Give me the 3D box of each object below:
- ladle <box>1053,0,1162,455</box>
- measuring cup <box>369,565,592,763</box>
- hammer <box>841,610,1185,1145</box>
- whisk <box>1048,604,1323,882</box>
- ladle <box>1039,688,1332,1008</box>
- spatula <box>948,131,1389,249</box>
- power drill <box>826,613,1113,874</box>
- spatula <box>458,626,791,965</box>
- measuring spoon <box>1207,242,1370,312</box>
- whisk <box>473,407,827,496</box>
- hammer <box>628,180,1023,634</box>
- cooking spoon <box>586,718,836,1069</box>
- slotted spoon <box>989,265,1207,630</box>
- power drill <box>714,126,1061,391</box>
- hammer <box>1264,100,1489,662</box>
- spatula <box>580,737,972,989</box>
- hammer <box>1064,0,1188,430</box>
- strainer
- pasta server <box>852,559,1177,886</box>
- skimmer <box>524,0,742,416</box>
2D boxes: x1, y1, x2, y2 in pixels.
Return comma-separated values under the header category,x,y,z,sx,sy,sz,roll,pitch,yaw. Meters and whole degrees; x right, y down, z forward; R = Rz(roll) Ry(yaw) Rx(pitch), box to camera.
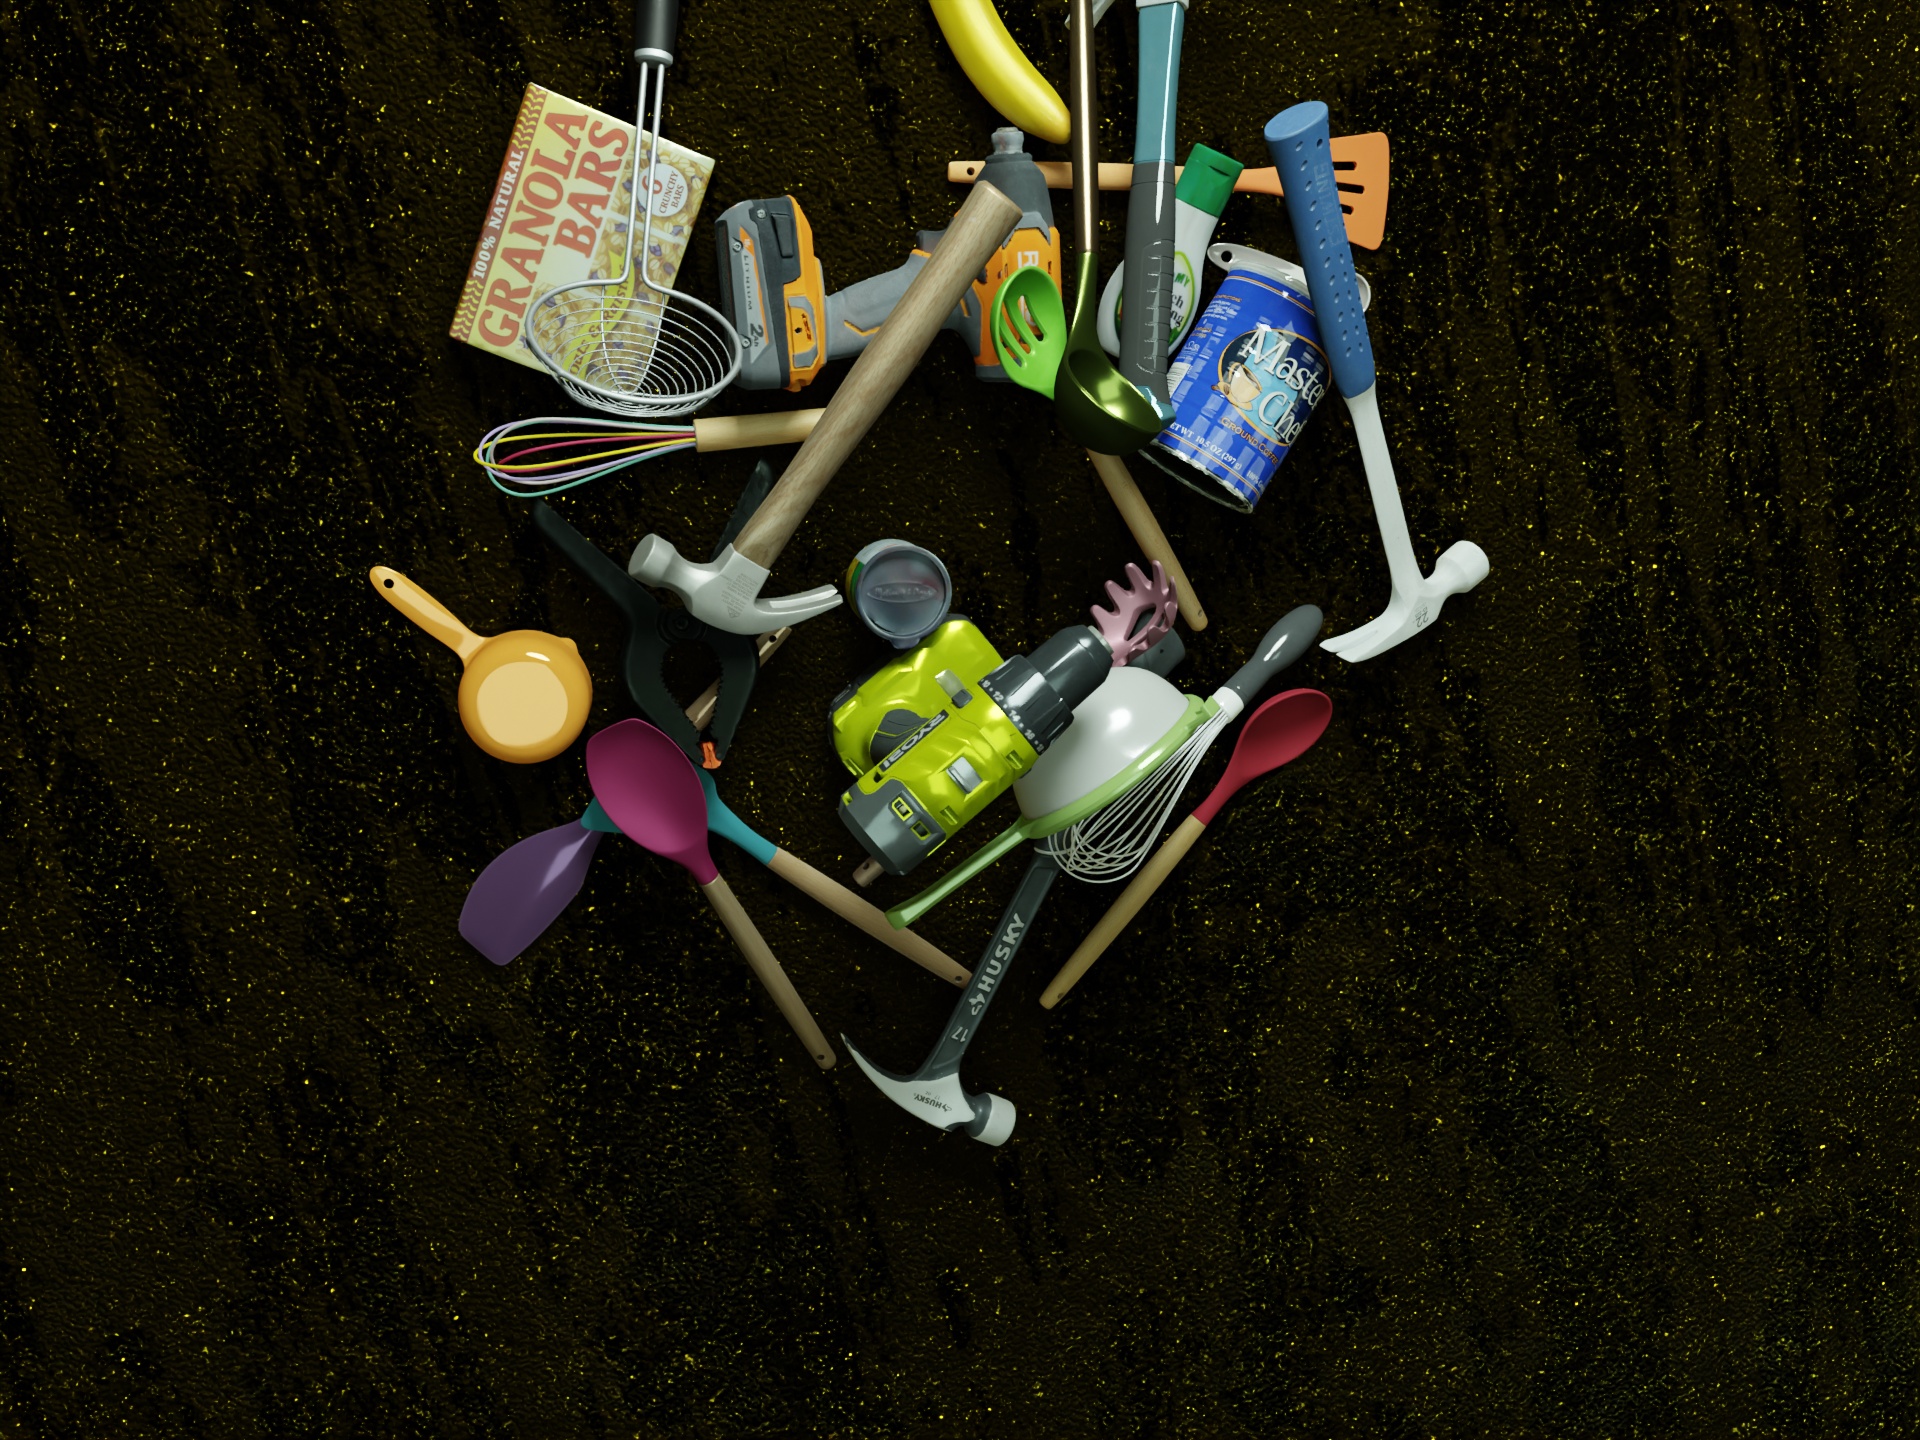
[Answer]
category,x,y,z,sx,sy,sz,roll,pitch,yaw
ladle,0.090,-0.326,1.017,0.078,0.062,0.320,4,83,-47
measuring cup,-0.324,-0.041,1.059,0.173,0.052,0.095,41,91,-18
hammer,0.055,0.108,1.166,0.149,0.036,0.409,26,92,-22
whisk,0.171,0.011,1.144,0.284,0.070,0.070,-43,107,-18
ladle,0.164,0.096,1.199,0.315,0.031,0.069,-50,130,4
spatula,0.151,-0.375,1.107,0.322,0.041,0.081,0,102,-7
power drill,-0.002,-0.003,1.041,0.190,0.229,0.080,-41,106,-1
spatula,-0.233,0.045,1.114,0.059,0.018,0.316,44,91,-10
measuring spoon,0.234,-0.318,1.140,0.124,0.018,0.034,16,99,-7
whisk,-0.198,-0.185,1.062,0.245,0.047,0.051,-8,95,-13
hammer,-0.069,-0.195,1.019,0.130,0.031,0.331,30,105,-31
cooking spoon,-0.164,0.130,1.115,0.069,0.017,0.318,-25,116,6
slotted spoon,0.100,-0.174,1.090,0.070,0.031,0.313,-53,127,-24
power drill,-0.043,-0.301,1.048,0.226,0.084,0.164,-7,107,-14
hammer,0.266,-0.211,1.067,0.144,0.035,0.405,-38,129,-14
spatula,-0.116,0.117,1.139,0.317,0.044,0.082,34,105,-17
hammer,0.128,-0.351,1.046,0.128,0.033,0.331,4,93,26
strainer,0.043,0.039,1.058,0.256,0.151,0.069,-36,97,-7
pasta server,0.037,0.008,1.140,0.316,0.060,0.040,-42,137,6
skimmer,-0.186,-0.355,0.960,0.127,0.090,0.363,5,84,-15
